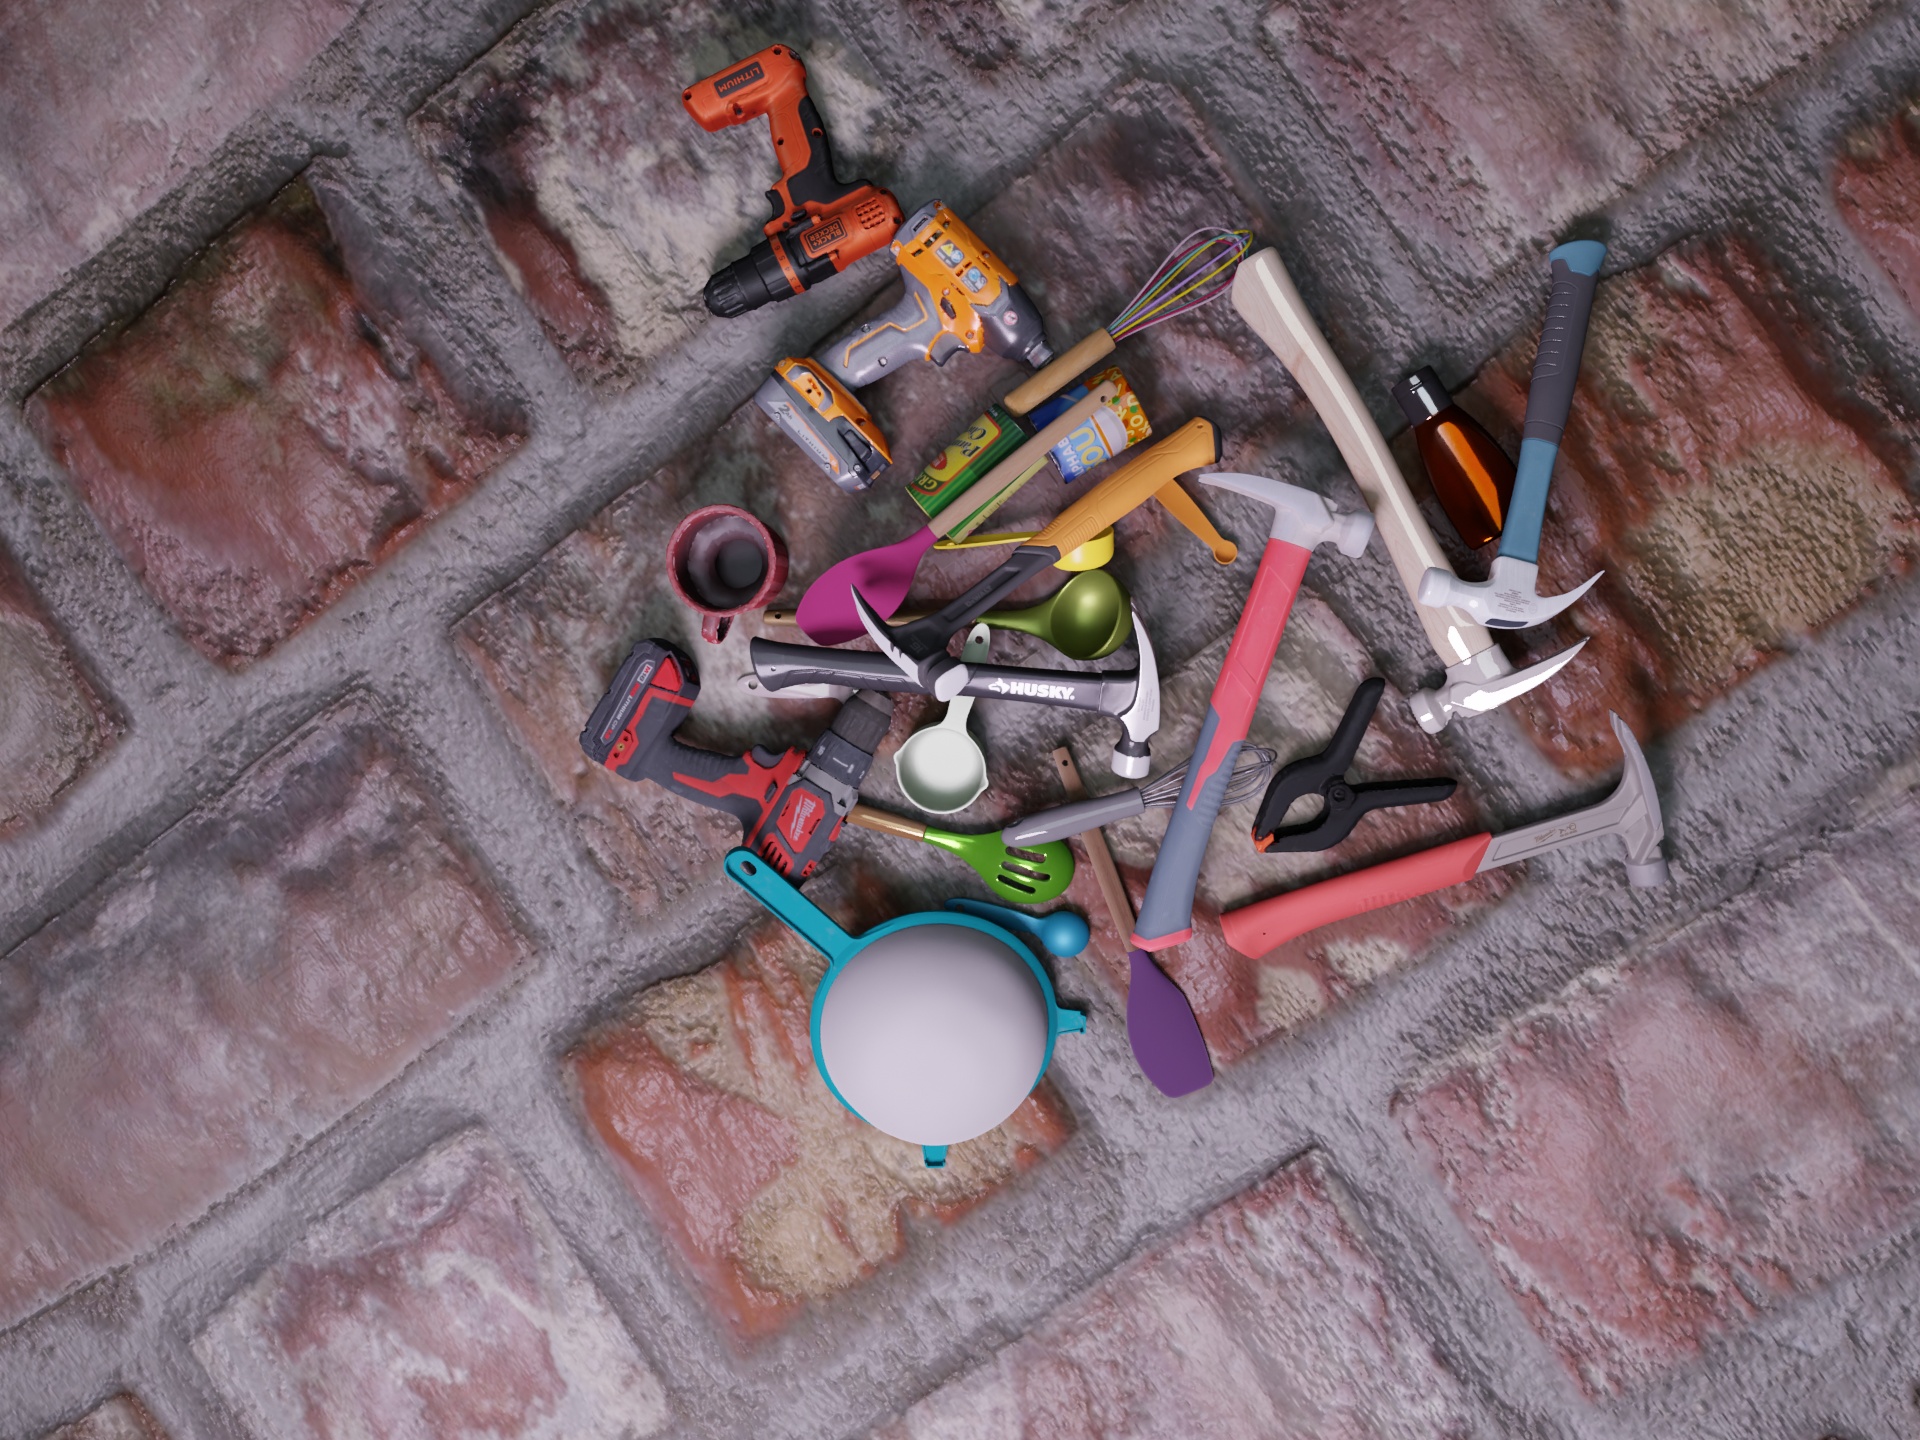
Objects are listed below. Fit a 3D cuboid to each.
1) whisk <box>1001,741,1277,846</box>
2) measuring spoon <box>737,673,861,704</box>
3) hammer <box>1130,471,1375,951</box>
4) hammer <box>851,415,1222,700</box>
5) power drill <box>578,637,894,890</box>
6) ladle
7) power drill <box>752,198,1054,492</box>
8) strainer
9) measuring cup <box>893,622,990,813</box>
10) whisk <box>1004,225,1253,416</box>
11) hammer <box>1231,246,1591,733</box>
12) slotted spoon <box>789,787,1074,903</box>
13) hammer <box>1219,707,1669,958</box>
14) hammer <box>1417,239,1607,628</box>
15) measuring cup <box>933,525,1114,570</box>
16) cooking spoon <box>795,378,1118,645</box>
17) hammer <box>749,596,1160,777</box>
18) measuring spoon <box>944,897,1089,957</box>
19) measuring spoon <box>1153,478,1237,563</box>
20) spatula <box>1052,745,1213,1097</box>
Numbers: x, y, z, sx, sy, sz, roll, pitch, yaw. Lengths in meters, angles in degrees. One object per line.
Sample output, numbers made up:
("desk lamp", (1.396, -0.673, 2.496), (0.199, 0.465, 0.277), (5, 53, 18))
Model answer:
("whisk", (0.148, 0.064, 1.322), (0.239, 0.055, 0.055), (-16, 91, 3))
("measuring spoon", (-0.134, -0.028, 1.374), (0.124, 0.018, 0.034), (3, 94, 7))
("hammer", (0.199, -0.004, 1.273), (0.143, 0.038, 0.386), (20, 92, 8))
("hammer", (0.074, -0.149, 1.274), (0.337, 0.034, 0.127), (-36, 56, -16))
("power drill", (-0.183, 0.015, 1.344), (0.227, 0.080, 0.188), (31, 90, 7))
("ladle", (-0.014, -0.089, 1.339), (0.320, 0.062, 0.078), (1, 77, 10))
("power drill", (-0.042, -0.296, 1.319), (0.164, 0.084, 0.226), (45, 94, 1))
("strainer", (-0.064, 0.229, 1.296), (0.340, 0.095, 0.211), (43, 98, -15))
("measuring cup", (-0.002, -0.004, 1.340), (0.083, 0.038, 0.167), (17, 102, 2))
("whisk", (0.138, -0.326, 1.301), (0.245, 0.051, 0.047), (-36, 61, 1))
("hammer", (0.343, -0.199, 1.275), (0.146, 0.038, 0.410), (-29, 88, 30))
("slotted spoon", (-0.055, 0.092, 1.368), (0.314, 0.031, 0.070), (16, 105, 7))
("hammer", (0.386, 0.113, 1.300), (0.359, 0.037, 0.149), (-18, 105, 9))
("hammer", (0.452, -0.227, 1.236), (0.128, 0.033, 0.331), (16, 77, 0))
("measuring cup", (0.053, -0.142, 1.336), (0.156, 0.062, 0.029), (-2, 114, 19))
("cooking spoon", (-0.002, -0.168, 1.280), (0.319, 0.017, 0.068), (-38, 123, 8))
("hammer", (-0.004, -0.039, 1.286), (0.335, 0.035, 0.146), (6, 114, 2))
("measuring spoon", (0.046, 0.175, 1.359), (0.128, 0.021, 0.042), (13, 112, 8))
("measuring spoon", (0.189, -0.176, 1.333), (0.021, 0.011, 0.117), (-43, 84, 8))
("spatula", (0.138, 0.171, 1.353), (0.060, 0.018, 0.316), (-20, 91, 0))
